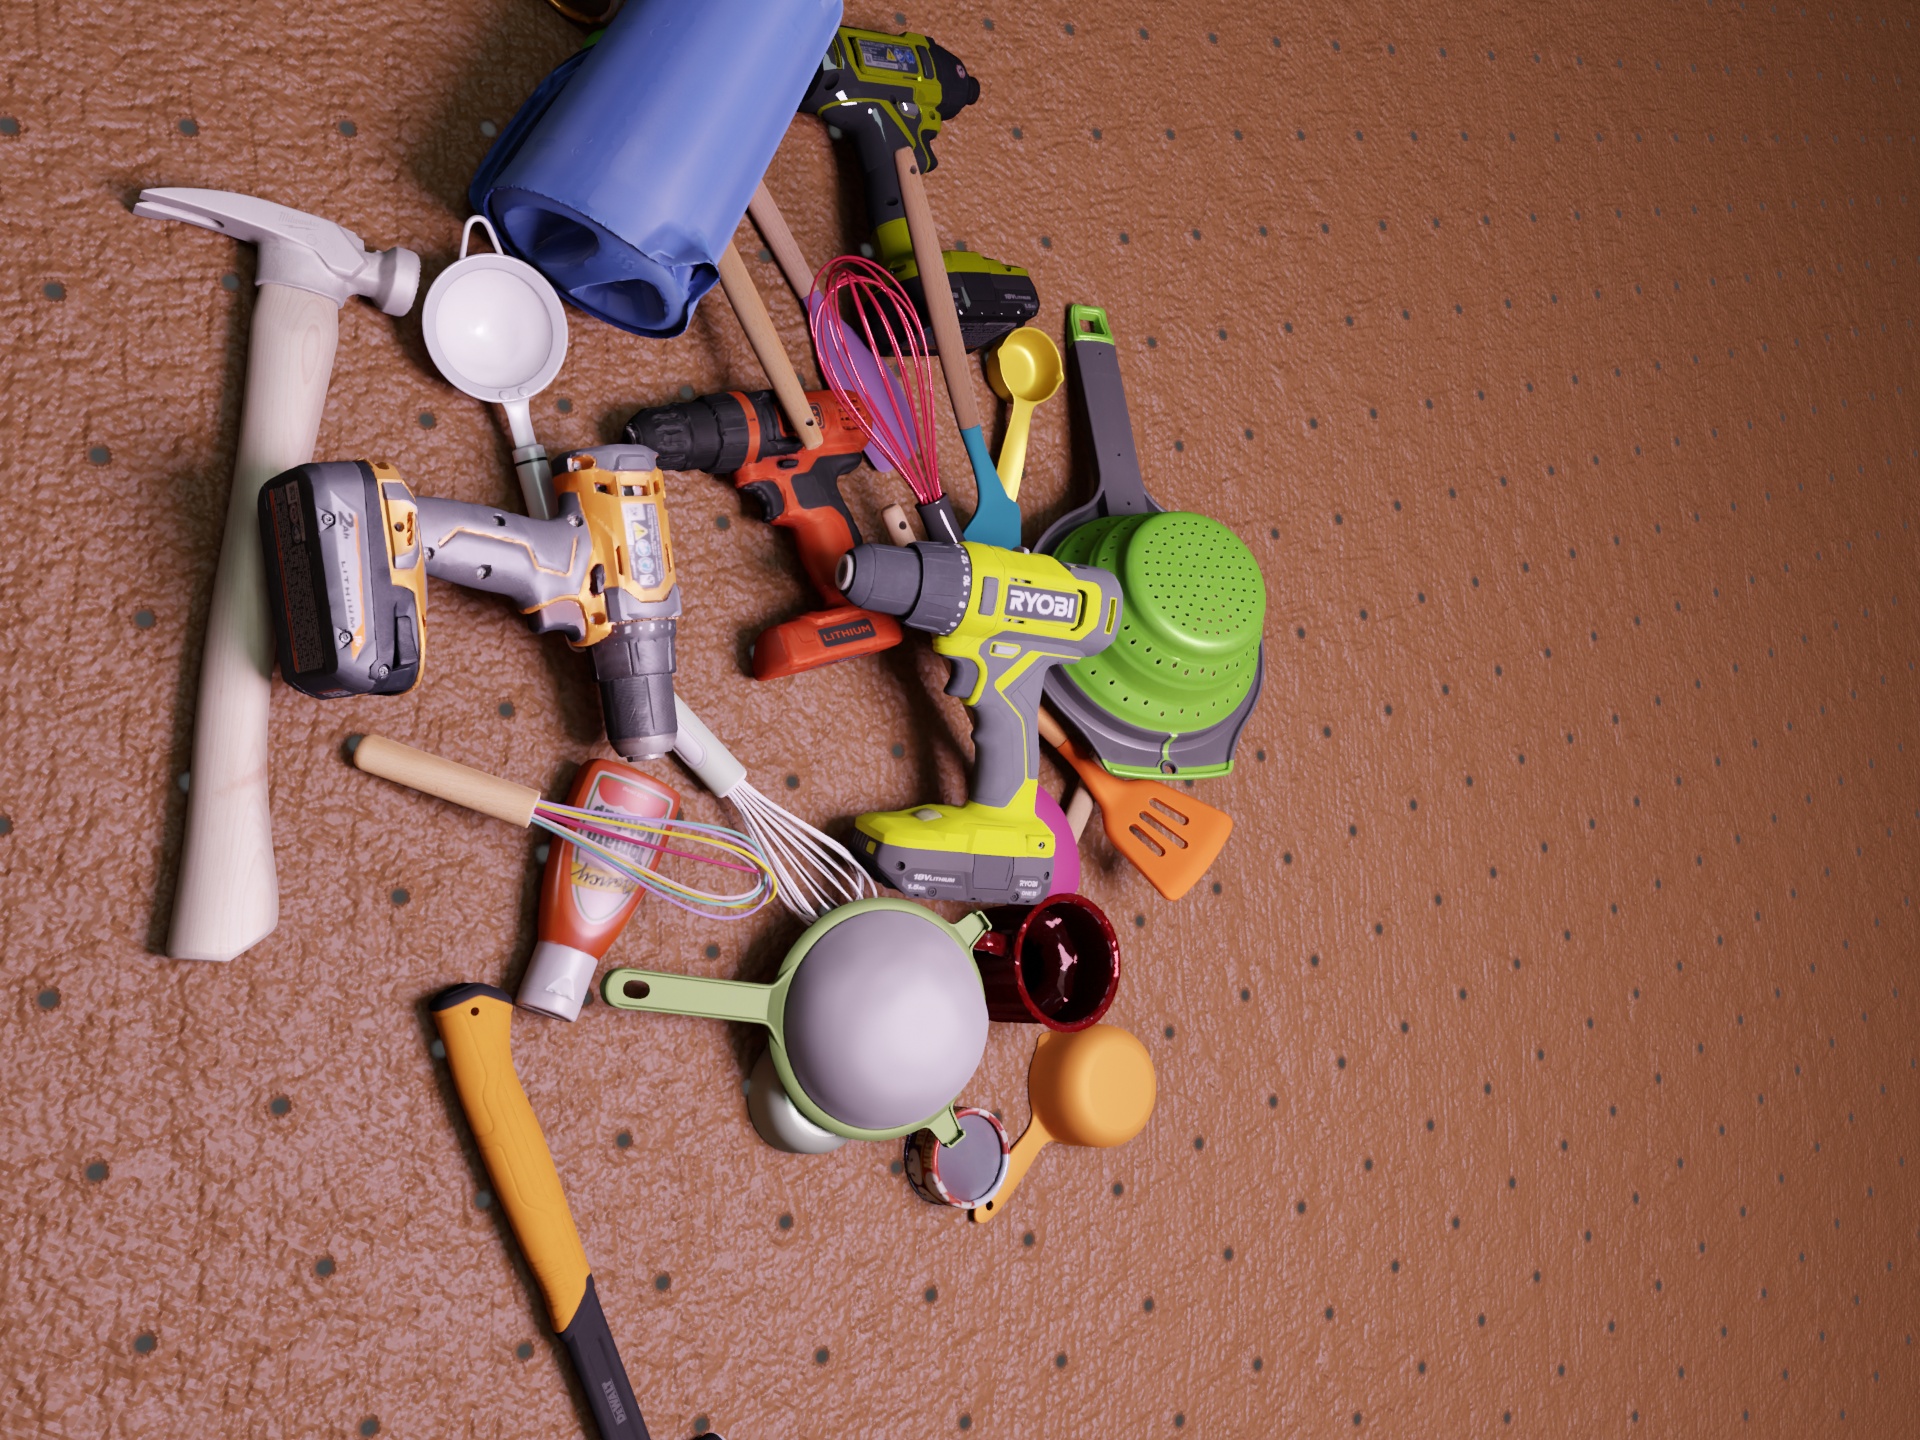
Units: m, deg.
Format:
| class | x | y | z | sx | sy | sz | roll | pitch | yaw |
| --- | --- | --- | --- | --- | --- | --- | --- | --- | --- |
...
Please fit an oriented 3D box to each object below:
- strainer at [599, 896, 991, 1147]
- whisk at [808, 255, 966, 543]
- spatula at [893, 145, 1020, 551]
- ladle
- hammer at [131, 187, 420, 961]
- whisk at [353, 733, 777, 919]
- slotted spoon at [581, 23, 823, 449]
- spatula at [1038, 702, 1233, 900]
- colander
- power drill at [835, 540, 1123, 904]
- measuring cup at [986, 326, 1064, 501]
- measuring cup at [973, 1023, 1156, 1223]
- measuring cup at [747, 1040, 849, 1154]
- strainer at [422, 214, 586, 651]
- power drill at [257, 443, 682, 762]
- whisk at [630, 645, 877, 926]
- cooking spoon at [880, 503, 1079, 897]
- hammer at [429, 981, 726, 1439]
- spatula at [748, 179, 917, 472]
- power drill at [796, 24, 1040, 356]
| class | x | y | z | sx | sy | sz | roll | pitch | yaw |
| --- | --- | --- | --- | --- | --- | --- | --- | --- | --- |
| strainer | -0.083 | 0.175 | 0.951 | 0.256 | 0.069 | 0.151 | 12 | 80 | -28 |
| whisk | -0.026 | -0.164 | 1.056 | 0.073 | 0.073 | 0.295 | -37 | 115 | -35 |
| spatula | -0.008 | -0.225 | 1.080 | 0.082 | 0.044 | 0.317 | -30 | 119 | -31 |
| ladle | 0.113 | -0.003 | 1.206 | 0.078 | 0.062 | 0.320 | 34 | 70 | -27 |
| hammer | -0.386 | -0.080 | 0.845 | 0.146 | 0.038 | 0.411 | 10 | 76 | -33 |
| whisk | -0.218 | 0.055 | 0.897 | 0.245 | 0.047 | 0.051 | 21 | 71 | -9 |
| slotted spoon | -0.159 | -0.317 | 1.024 | 0.070 | 0.031 | 0.314 | -24 | 87 | -29 |
| spatula | 0.060 | -0.004 | 1.134 | 0.322 | 0.041 | 0.081 | 44 | 71 | -12 |
| colander | 0.138 | -0.157 | 1.161 | 0.204 | 0.094 | 0.397 | 1 | 67 | -23 |
| power drill | -0.002 | -0.003 | 1.034 | 0.190 | 0.080 | 0.228 | 6 | 96 | -26 |
| measuring cup | 0.036 | -0.218 | 1.196 | 0.062 | 0.029 | 0.156 | 14 | 85 | -32 |
| measuring cup | 0.074 | 0.285 | 1.109 | 0.174 | 0.052 | 0.095 | -46 | 109 | -35 |
| measuring cup | -0.061 | 0.216 | 1.030 | 0.167 | 0.038 | 0.083 | -32 | 101 | -34 |
| strainer | -0.262 | -0.166 | 0.951 | 0.087 | 0.050 | 0.258 | -18 | 98 | -31 |
| power drill | -0.252 | -0.059 | 0.879 | 0.226 | 0.084 | 0.185 | -10 | 93 | -46 |
| whisk | -0.139 | 0.046 | 1.000 | 0.246 | 0.058 | 0.059 | 49 | 27 | -14 |
| cooking spoon | 0.014 | -0.003 | 1.093 | 0.069 | 0.017 | 0.318 | -35 | 112 | -27 |
| hammer | -0.232 | 0.309 | 0.891 | 0.127 | 0.034 | 0.337 | -22 | 95 | -38 |
| spatula | -0.115 | -0.319 | 1.099 | 0.060 | 0.018 | 0.315 | -40 | 107 | -37 |
| power drill | -0.027 | -0.382 | 1.140 | 0.171 | 0.080 | 0.223 | -14 | 87 | -44 |
